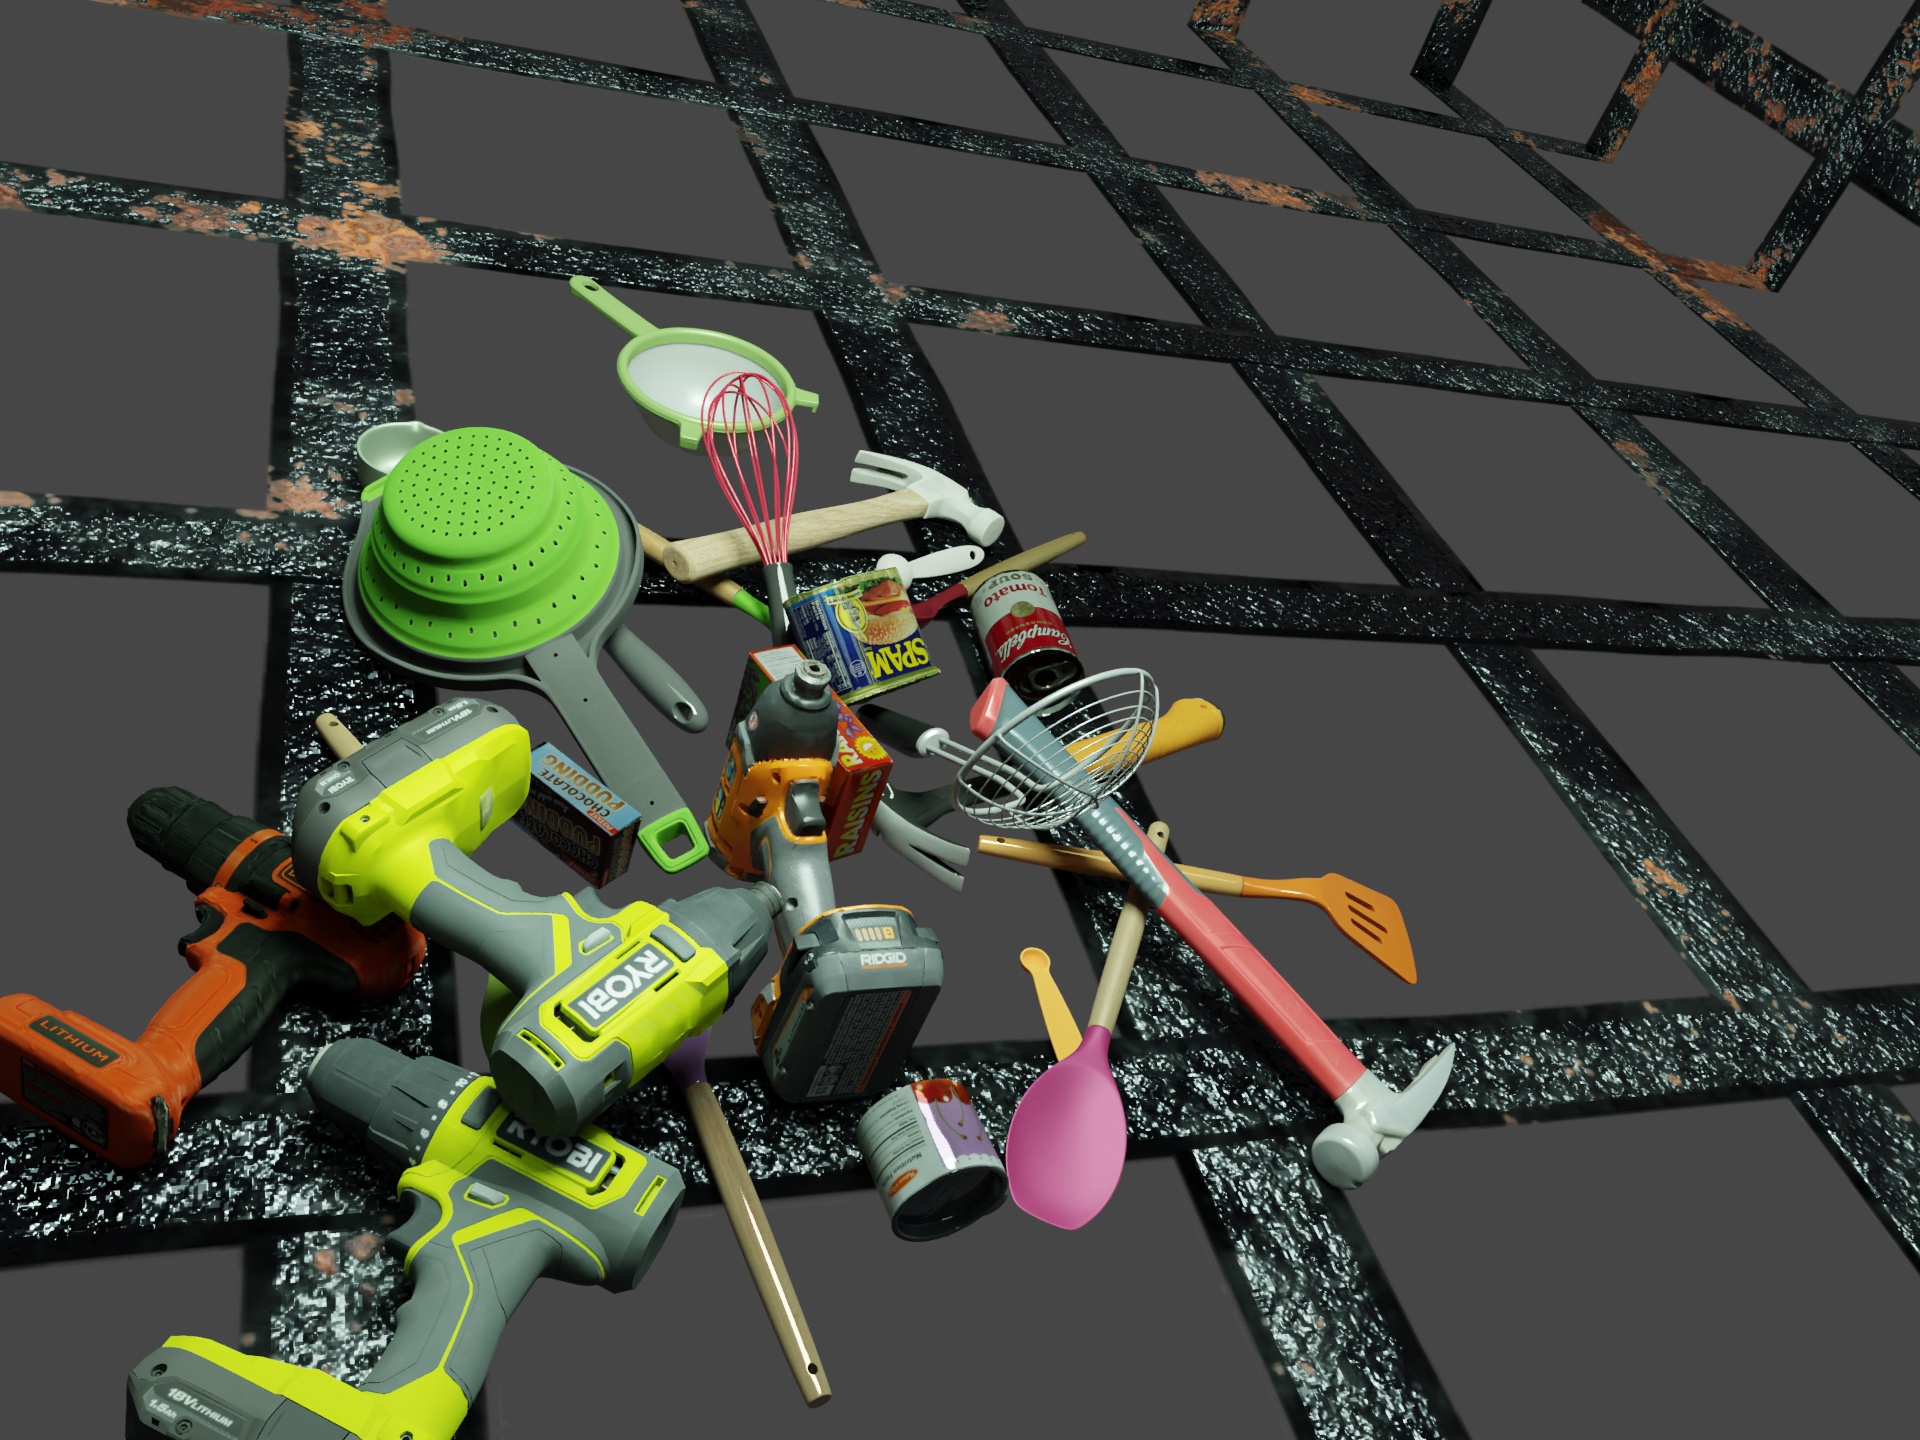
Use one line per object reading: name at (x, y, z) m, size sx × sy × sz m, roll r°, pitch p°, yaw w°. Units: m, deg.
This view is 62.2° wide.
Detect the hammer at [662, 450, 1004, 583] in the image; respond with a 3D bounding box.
hammer at (-0.109, -0.159, 1.282) m, size 0.130 × 0.031 × 0.331 m, roll 37°, pitch 35°, yaw 23°

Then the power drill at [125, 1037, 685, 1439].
power drill at (-0.256, 0.249, 0.711) m, size 0.190 × 0.080 × 0.229 m, roll 25°, pitch 35°, yaw 5°

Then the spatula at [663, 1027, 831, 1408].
spatula at (-0.131, 0.218, 0.850) m, size 0.059 × 0.018 × 0.316 m, roll -4°, pitch 43°, yaw -30°

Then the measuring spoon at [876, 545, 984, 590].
measuring spoon at (-0.019, -0.129, 1.308) m, size 0.124 × 0.018 × 0.034 m, roll -19°, pitch 95°, yaw -44°

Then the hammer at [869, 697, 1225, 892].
hammer at (0.077, 0.036, 1.137) m, size 0.337 × 0.034 × 0.127 m, roll -15°, pitch 37°, yaw -39°

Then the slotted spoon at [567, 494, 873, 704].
slotted spoon at (-0.190, -0.105, 1.207) m, size 0.314 × 0.031 × 0.070 m, roll 31°, pitch 39°, yaw 16°

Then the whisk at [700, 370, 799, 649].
whisk at (-0.137, -0.128, 1.160) m, size 0.073 × 0.073 × 0.296 m, roll -4°, pitch 70°, yaw -28°

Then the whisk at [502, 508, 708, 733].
whisk at (-0.254, -0.072, 1.125) m, size 0.239 × 0.055 × 0.055 m, roll 44°, pitch 43°, yaw 21°

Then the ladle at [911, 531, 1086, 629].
ladle at (0.014, -0.114, 1.305) m, size 0.069 × 0.031 × 0.315 m, roll 6°, pitch 23°, yaw 37°

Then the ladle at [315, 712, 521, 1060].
ladle at (-0.296, 0.095, 0.916) m, size 0.078 × 0.062 × 0.320 m, roll -20°, pitch 47°, yaw -38°

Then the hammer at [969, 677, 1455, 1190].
hammer at (0.152, 0.114, 1.031) m, size 0.386 × 0.038 × 0.143 m, roll 48°, pitch 43°, yaw 14°

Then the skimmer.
skimmer at (-0.002, -0.003, 0.972) m, size 0.127 × 0.090 × 0.363 m, roll -25°, pitch 17°, yaw -19°

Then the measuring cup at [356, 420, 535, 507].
measuring cup at (-0.372, -0.182, 1.211) m, size 0.167 × 0.038 × 0.083 m, roll 8°, pitch 39°, yaw -18°

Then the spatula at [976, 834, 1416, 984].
spatula at (0.168, 0.118, 1.103) m, size 0.322 × 0.041 × 0.081 m, roll 10°, pitch 40°, yaw -7°

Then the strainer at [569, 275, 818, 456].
strainer at (-0.257, -0.297, 1.374) m, size 0.256 × 0.069 × 0.151 m, roll 39°, pitch 44°, yaw 23°

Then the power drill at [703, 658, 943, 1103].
power drill at (-0.085, 0.084, 0.917) m, size 0.084 × 0.164 × 0.227 m, roll 1°, pitch 44°, yaw -26°

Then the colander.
colander at (-0.275, -0.070, 1.031) m, size 0.204 × 0.094 × 0.397 m, roll -29°, pitch 63°, yaw -19°

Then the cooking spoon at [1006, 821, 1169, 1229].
cooking spoon at (0.092, 0.174, 0.984) m, size 0.069 × 0.017 × 0.319 m, roll 24°, pitch 44°, yaw 1°

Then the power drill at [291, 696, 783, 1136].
power drill at (-0.216, 0.090, 0.820) m, size 0.223 × 0.080 × 0.171 m, roll 34°, pitch 46°, yaw 20°

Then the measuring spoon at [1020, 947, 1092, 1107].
measuring spoon at (0.060, 0.190, 0.980) m, size 0.021 × 0.011 × 0.117 m, roll -1°, pitch 46°, yaw -23°
